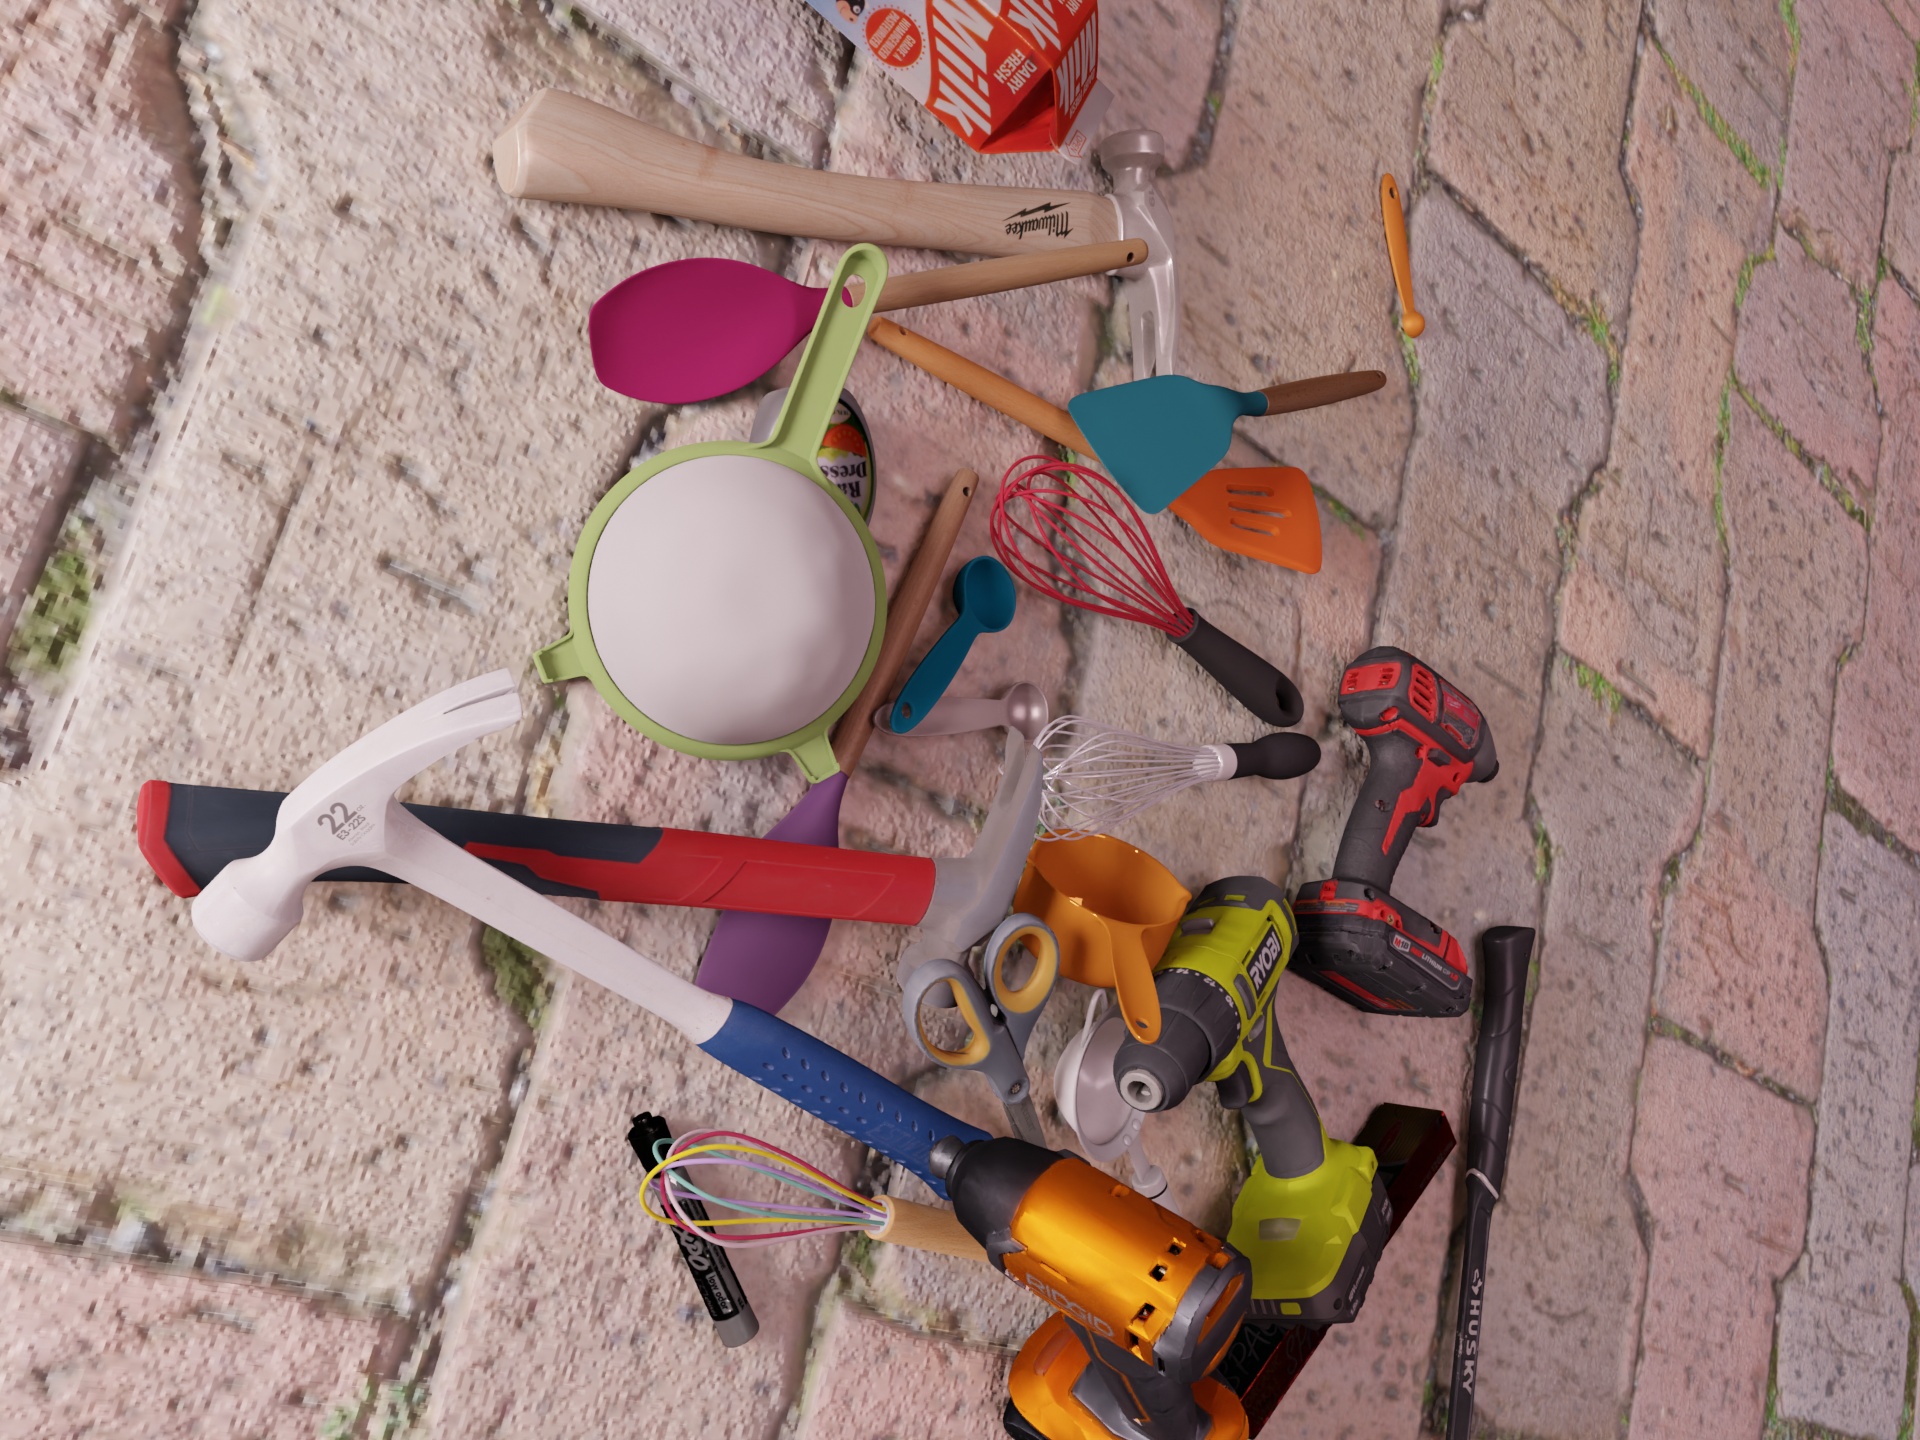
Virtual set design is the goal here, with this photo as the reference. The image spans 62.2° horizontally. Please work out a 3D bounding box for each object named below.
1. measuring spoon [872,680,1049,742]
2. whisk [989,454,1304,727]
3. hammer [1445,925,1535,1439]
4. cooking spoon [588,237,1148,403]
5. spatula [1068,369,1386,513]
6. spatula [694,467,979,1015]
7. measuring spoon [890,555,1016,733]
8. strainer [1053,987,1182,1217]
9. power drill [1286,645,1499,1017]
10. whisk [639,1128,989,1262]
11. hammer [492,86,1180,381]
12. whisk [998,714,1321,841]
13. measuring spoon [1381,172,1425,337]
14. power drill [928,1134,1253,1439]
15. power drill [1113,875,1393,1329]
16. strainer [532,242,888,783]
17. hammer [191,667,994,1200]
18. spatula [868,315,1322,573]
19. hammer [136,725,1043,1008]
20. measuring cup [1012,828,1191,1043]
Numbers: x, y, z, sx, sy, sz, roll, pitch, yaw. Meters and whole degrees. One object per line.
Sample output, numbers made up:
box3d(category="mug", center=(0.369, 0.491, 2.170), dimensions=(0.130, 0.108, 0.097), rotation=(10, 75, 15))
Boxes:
box3d(category="measuring spoon", center=(-0.001, -0.003, 0.849), dimensions=(0.124, 0.018, 0.034), rotation=(-3, 87, -42))
box3d(category="whisk", center=(0.118, -0.064, 0.929), dimensions=(0.295, 0.073, 0.073), rotation=(32, 68, -39))
box3d(category="hammer", center=(0.363, 0.343, 1.100), dimensions=(0.149, 0.036, 0.409), rotation=(20, 74, -36))
box3d(category="cooking spoon", center=(-0.035, -0.216, 0.805), dimensions=(0.319, 0.017, 0.068), rotation=(-17, 124, -26))
box3d(category="spatula", center=(0.187, -0.193, 0.985), dimensions=(0.317, 0.044, 0.082), rotation=(-21, 73, -49))
box3d(category="spatula", center=(-0.052, 0.005, 0.814), dimensions=(0.059, 0.018, 0.316), rotation=(33, 69, -30))
box3d(category="measuring spoon", center=(-0.010, -0.038, 0.838), dimensions=(0.042, 0.021, 0.129), rotation=(54, 50, -26))
box3d(category="strainer", center=(0.102, 0.256, 0.902), dimensions=(0.087, 0.050, 0.258), rotation=(-44, 119, -44))
box3d(category="power drill", center=(0.293, 0.075, 1.042), dimensions=(0.143, 0.078, 0.220), rotation=(31, 66, -33))
box3d(category="whisk", center=(-0.058, 0.238, 0.769), dimensions=(0.244, 0.051, 0.047), rotation=(30, 81, -43))
box3d(category="hammer", center=(-0.040, -0.257, 0.832), dimensions=(0.410, 0.038, 0.146), rotation=(-6, 92, -37))
box3d(category="whisk", center=(0.128, 0.026, 0.925), dimensions=(0.284, 0.070, 0.070), rotation=(-4, 89, -46))
box3d(category="measuring spoon", center=(0.314, -0.329, 1.124), dimensions=(0.021, 0.011, 0.117), rotation=(-14, 95, -38))
box3d(category="power drill", center=(0.063, 0.297, 0.784), dimensions=(0.084, 0.164, 0.226), rotation=(-43, 140, -32))
box3d(category="power drill", center=(0.162, 0.225, 0.901), dimensions=(0.190, 0.080, 0.228), rotation=(-41, 113, -54))
box3d(category="strainer", center=(-0.079, -0.104, 0.725), dimensions=(0.151, 0.069, 0.256), rotation=(22, 85, -18))
box3d(category="hammer", center=(-0.112, 0.125, 0.700), dimensions=(0.144, 0.035, 0.405), rotation=(-44, 129, 7))
box3d(category="spatula", center=(0.086, -0.163, 0.918), dimensions=(0.322, 0.041, 0.081), rotation=(21, 55, -33))
box3d(category="hammer", center=(-0.141, 0.049, 0.692), dimensions=(0.386, 0.038, 0.143), rotation=(9, 109, -31))
box3d(category="measuring cup", center=(0.075, 0.124, 0.822), dimensions=(0.095, 0.174, 0.052), rotation=(14, 118, -12))
